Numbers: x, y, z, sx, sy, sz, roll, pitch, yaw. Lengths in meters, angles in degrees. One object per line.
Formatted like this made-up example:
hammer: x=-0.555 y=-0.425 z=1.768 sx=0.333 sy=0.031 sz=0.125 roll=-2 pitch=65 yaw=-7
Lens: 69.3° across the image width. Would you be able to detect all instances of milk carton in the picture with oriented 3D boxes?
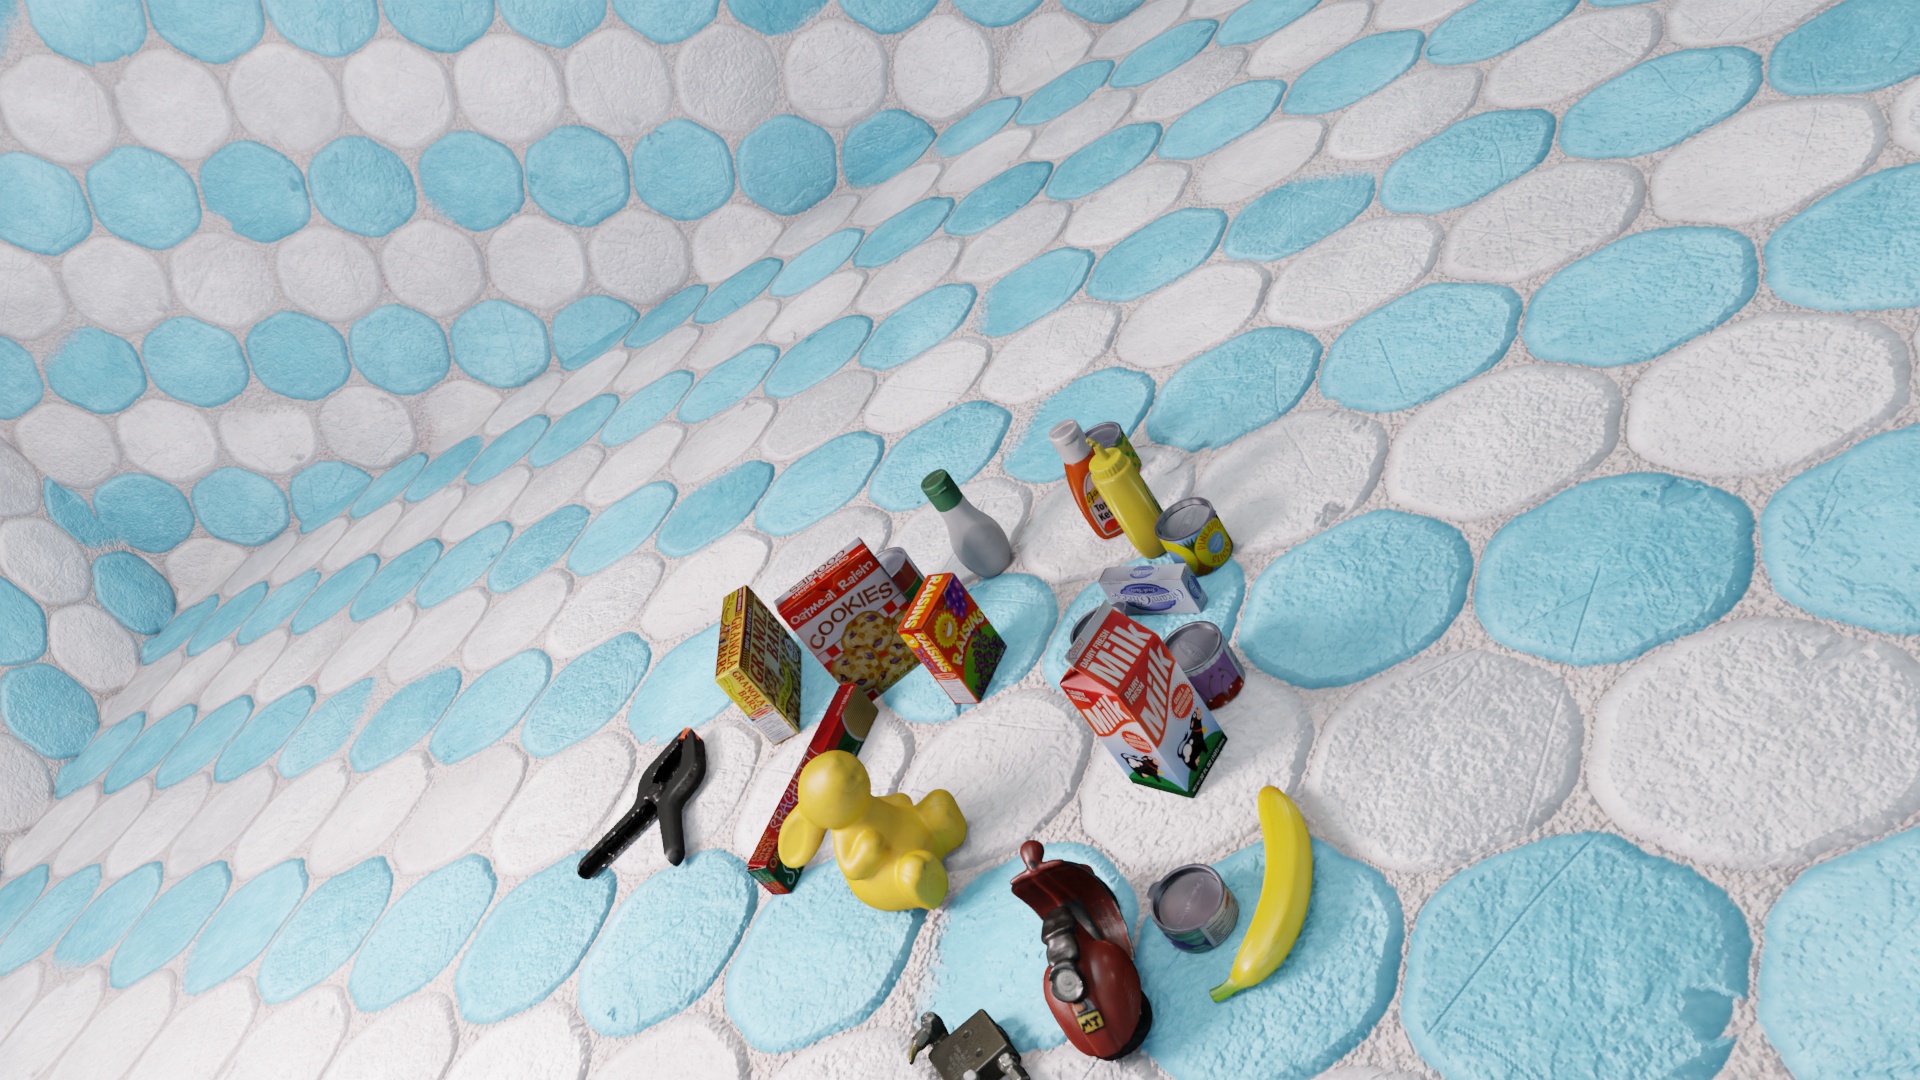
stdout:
milk carton: x=0.155 y=0.140 z=1.236 sx=0.073 sy=0.190 sz=0.072 roll=5 pitch=49 yaw=48

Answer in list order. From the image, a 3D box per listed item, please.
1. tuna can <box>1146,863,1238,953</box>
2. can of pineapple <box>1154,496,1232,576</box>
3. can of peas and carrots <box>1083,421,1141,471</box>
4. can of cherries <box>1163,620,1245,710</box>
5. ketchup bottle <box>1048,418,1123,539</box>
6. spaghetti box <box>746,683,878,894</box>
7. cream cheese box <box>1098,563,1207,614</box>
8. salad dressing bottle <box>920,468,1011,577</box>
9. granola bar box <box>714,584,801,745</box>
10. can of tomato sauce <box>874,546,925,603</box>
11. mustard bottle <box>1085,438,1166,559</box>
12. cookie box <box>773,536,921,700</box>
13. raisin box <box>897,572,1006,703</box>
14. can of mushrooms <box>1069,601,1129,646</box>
tuna can: x=0.189 y=0.300 z=1.135 sx=0.071 sy=0.032 sz=0.071 roll=-25 pitch=32 yaw=17
can of pineapple: x=0.249 y=-0.003 z=1.472 sx=0.071 sy=0.057 sz=0.071 roll=-25 pitch=32 yaw=17
can of peas and carrots: x=0.177 y=-0.099 z=1.675 sx=0.071 sy=0.058 sz=0.071 roll=-25 pitch=32 yaw=17
can of cherries: x=0.227 y=0.121 z=1.321 sx=0.071 sy=0.058 sz=0.072 roll=-25 pitch=32 yaw=17
ketchup bottle: x=0.149 y=-0.072 z=1.576 sx=0.065 sy=0.148 sz=0.044 roll=-35 pitch=30 yaw=1
spaghetti box: x=-0.157 y=0.265 z=1.507 sx=0.028 sy=0.050 sz=0.251 roll=-11 pitch=38 yaw=36
cream cheese box: x=0.201 y=0.051 z=1.448 sx=0.103 sy=0.053 sz=0.024 roll=-5 pitch=42 yaw=41
salad dressing bottle: x=0.006 y=-0.021 z=1.647 sx=0.064 sy=0.147 sz=0.044 roll=-38 pitch=30 yaw=-4
granola bar box: x=-0.241 y=0.149 z=1.679 sx=0.039 sy=0.124 sz=0.166 roll=-28 pitch=31 yaw=13
can of tomato sauce: x=-0.074 y=0.061 z=1.676 sx=0.071 sy=0.083 sz=0.071 roll=-25 pitch=32 yaw=17
mustard bottle: x=0.179 y=-0.052 z=1.507 sx=0.049 sy=0.159 sz=0.065 roll=-31 pitch=31 yaw=8
cookie box: x=-0.115 y=0.096 z=1.586 sx=0.123 sy=0.167 sz=0.040 roll=-38 pitch=30 yaw=-4
raisin box: x=-0.007 y=0.107 z=1.508 sx=0.040 sy=0.123 sz=0.086 roll=-7 pitch=41 yaw=39
can of mushrooms: x=0.152 y=0.100 z=1.449 sx=0.071 sy=0.033 sz=0.071 roll=-25 pitch=32 yaw=17
